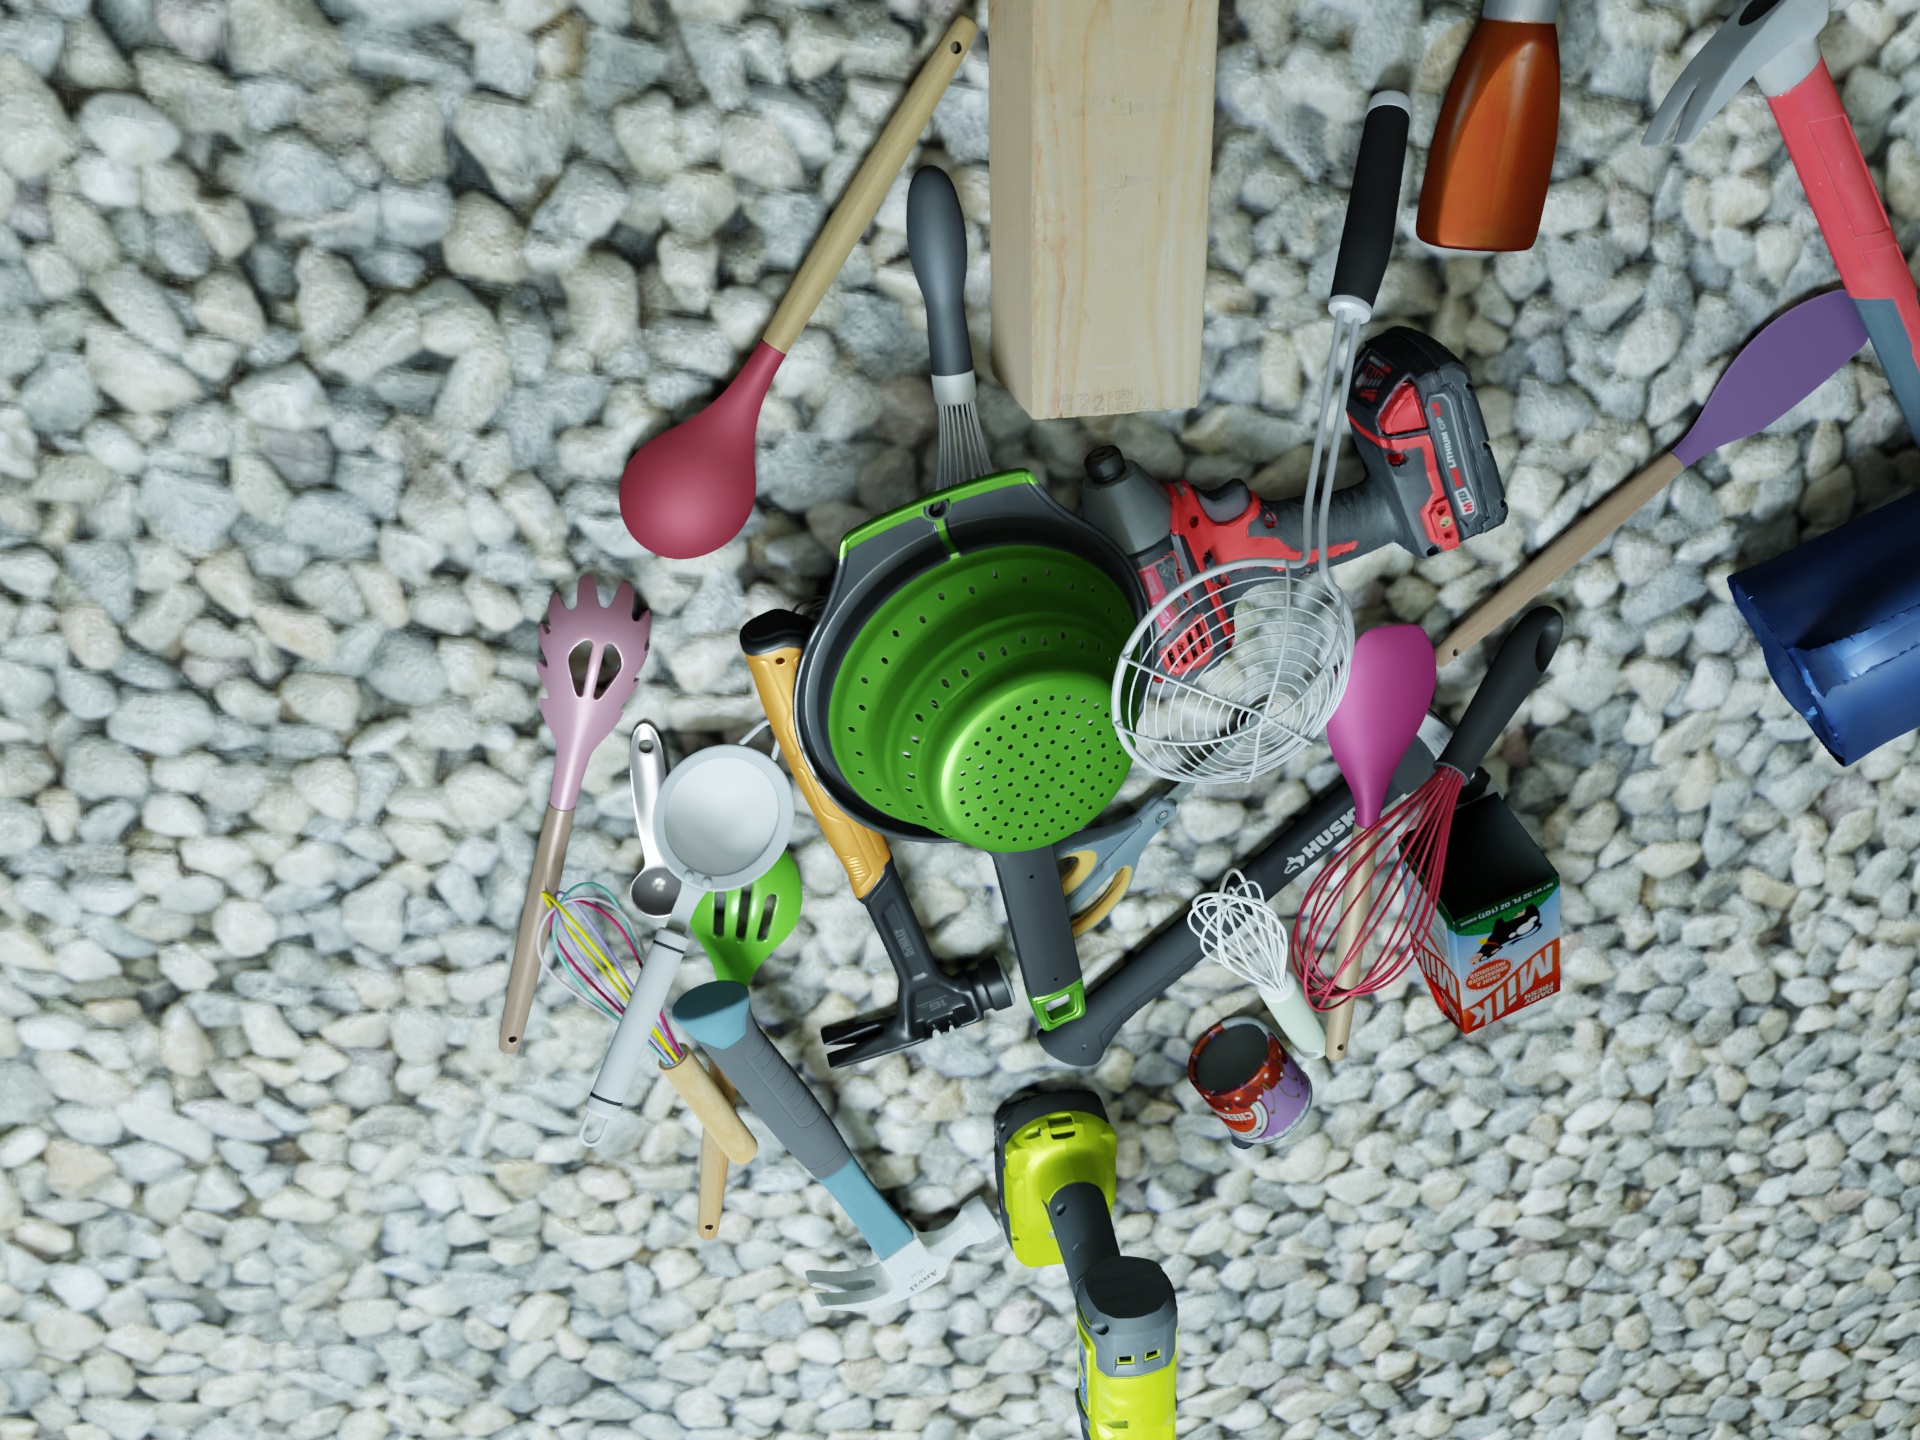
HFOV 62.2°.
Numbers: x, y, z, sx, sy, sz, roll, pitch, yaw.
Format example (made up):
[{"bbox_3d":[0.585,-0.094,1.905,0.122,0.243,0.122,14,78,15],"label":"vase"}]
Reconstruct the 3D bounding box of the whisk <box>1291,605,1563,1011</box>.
[{"bbox_3d":[0.283,0.047,0.948,0.073,0.073,0.296,44,73,-27],"label":"whisk"}]

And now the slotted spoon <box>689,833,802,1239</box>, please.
[{"bbox_3d":[-0.148,0.212,1.010,0.070,0.031,0.313,5,117,-9],"label":"slotted spoon"}]

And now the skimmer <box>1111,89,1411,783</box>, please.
[{"bbox_3d":[0.164,-0.146,0.804,0.127,0.090,0.363,21,75,-30],"label":"skimmer"}]

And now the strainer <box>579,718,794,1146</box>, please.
[{"bbox_3d":[-0.163,0.116,0.904,0.086,0.050,0.258,27,78,-30],"label":"strainer"}]

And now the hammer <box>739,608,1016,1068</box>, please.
[{"bbox_3d":[-0.065,0.076,0.921,0.127,0.034,0.336,-20,129,-2],"label":"hammer"}]

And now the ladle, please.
[{"bbox_3d":[-0.080,-0.212,0.807,0.069,0.031,0.315,27,106,-23],"label":"ladle"}]

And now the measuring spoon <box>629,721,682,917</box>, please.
[{"bbox_3d":[-0.180,0.057,0.933,0.034,0.018,0.124,-4,111,-8],"label":"measuring spoon"}]

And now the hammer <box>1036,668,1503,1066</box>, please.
[{"bbox_3d":[0.181,0.108,1.023,0.335,0.035,0.146,-42,118,10],"label":"hammer"}]

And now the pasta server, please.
[{"bbox_3d":[-0.234,0.066,0.917,0.060,0.040,0.316,10,118,-17],"label":"pasta server"}]

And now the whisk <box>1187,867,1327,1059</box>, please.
[{"bbox_3d":[0.200,0.165,1.016,0.058,0.059,0.246,-1,149,27],"label":"whisk"}]

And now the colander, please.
[{"bbox_3d":[0.040,0.061,0.868,0.204,0.095,0.396,-22,129,-9],"label":"colander"}]

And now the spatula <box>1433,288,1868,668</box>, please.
[{"bbox_3d":[0.407,-0.140,0.954,0.316,0.018,0.059,-42,120,9],"label":"spatula"}]

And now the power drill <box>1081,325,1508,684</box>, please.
[{"bbox_3d":[0.175,-0.123,0.882,0.219,0.079,0.143,-26,119,5],"label":"power drill"}]

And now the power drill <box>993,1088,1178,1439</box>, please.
[{"bbox_3d":[0.083,0.363,1.024,0.080,0.223,0.171,-7,118,-8],"label":"power drill"}]

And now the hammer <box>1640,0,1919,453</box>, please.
[{"bbox_3d":[0.514,-0.234,0.904,0.143,0.038,0.386,-47,120,-4],"label":"hammer"}]

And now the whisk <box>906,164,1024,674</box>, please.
[{"bbox_3d":[0.000,-0.146,0.845,0.070,0.070,0.284,-11,113,-7],"label":"whisk"}]

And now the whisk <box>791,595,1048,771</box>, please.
[{"bbox_3d":[-0.002,-0.004,0.923,0.238,0.055,0.055,31,107,-29],"label":"whisk"}]

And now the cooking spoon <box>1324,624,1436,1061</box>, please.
[{"bbox_3d":[0.252,0.086,0.997,0.068,0.017,0.318,-6,119,-11],"label":"cooking spoon"}]

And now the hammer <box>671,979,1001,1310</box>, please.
[{"bbox_3d":[-0.087,0.273,1.013,0.128,0.033,0.330,-34,128,-7],"label":"hammer"}]

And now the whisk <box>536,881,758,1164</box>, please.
[{"bbox_3d":[-0.184,0.186,0.958,0.047,0.051,0.244,-5,129,29],"label":"whisk"}]
